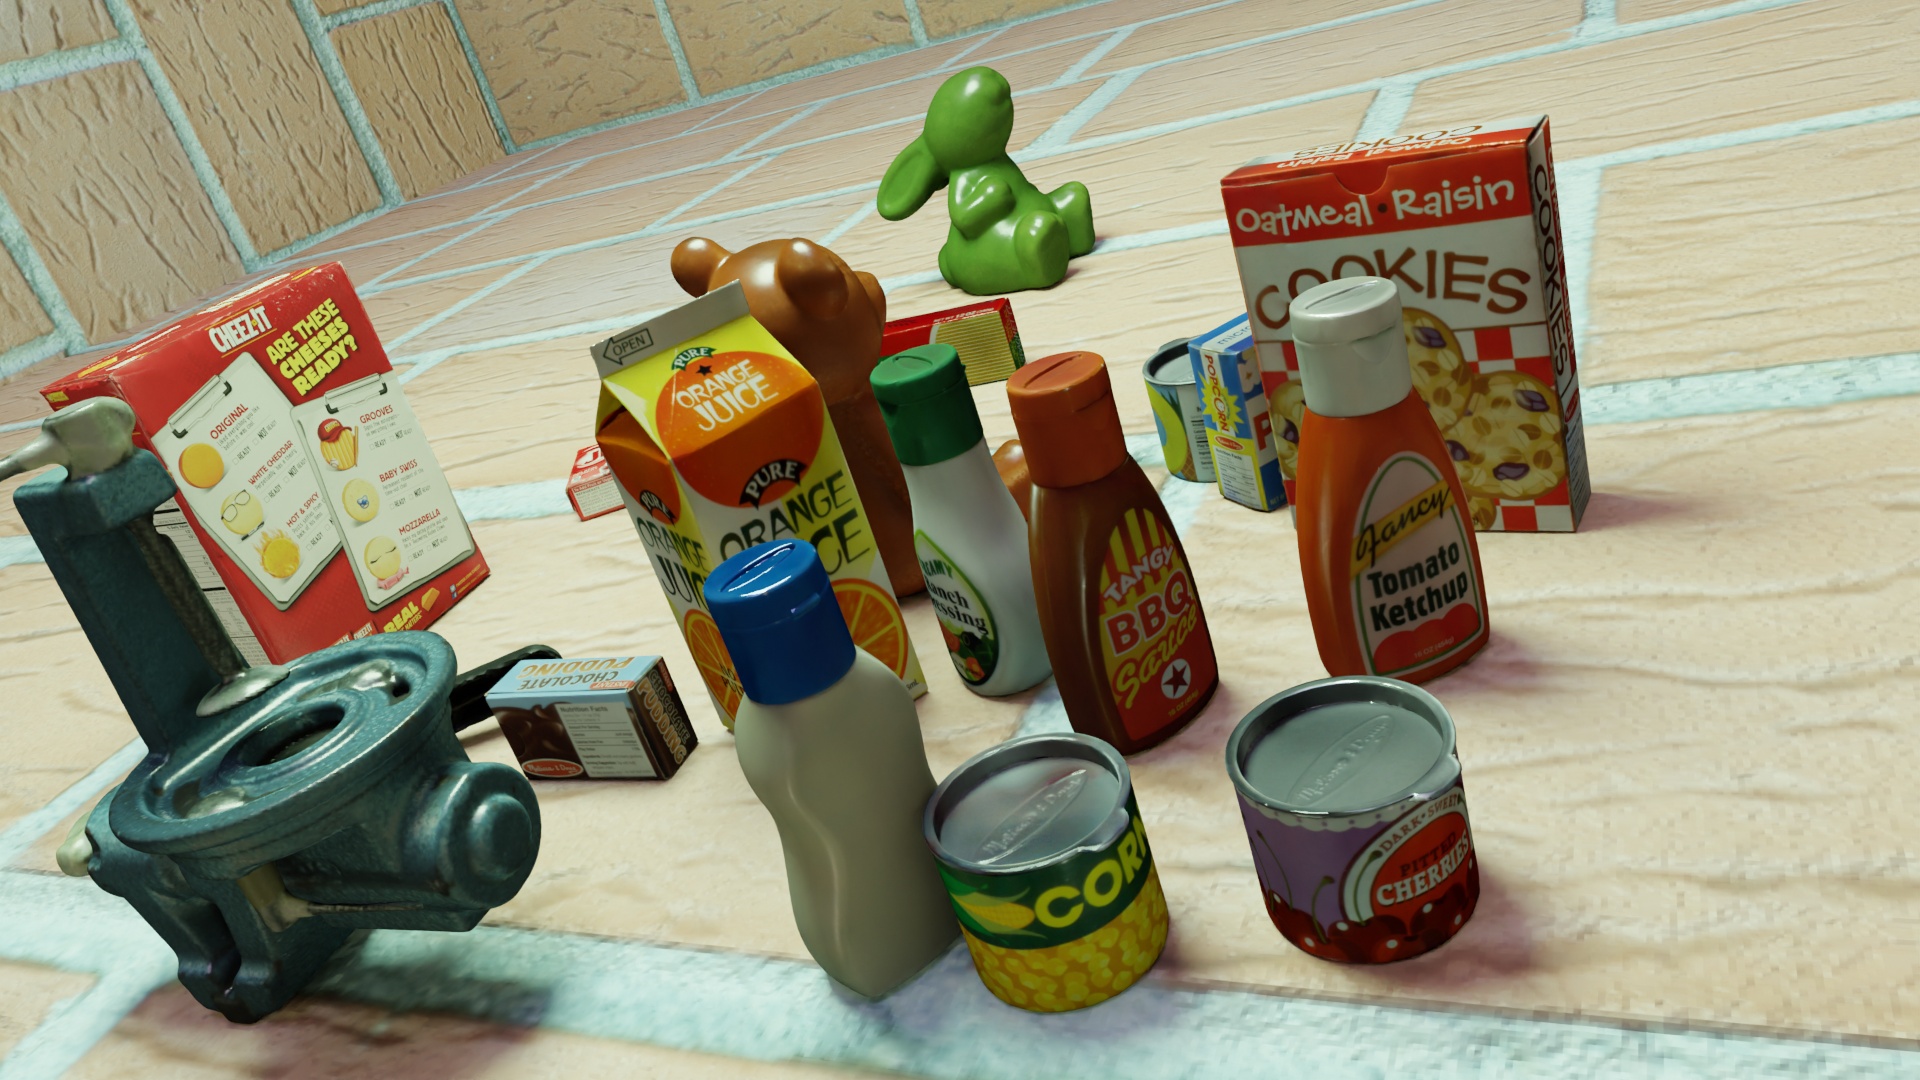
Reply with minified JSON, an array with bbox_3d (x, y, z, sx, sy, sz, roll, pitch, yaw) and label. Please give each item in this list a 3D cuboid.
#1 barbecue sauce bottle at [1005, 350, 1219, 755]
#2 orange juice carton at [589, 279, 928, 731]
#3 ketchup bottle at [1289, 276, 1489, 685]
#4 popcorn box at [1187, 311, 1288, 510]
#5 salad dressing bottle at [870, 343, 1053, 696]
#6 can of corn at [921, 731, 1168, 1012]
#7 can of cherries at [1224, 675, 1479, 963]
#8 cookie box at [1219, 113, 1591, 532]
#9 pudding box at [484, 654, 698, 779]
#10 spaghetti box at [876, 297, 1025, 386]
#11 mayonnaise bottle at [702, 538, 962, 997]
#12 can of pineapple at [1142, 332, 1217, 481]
[{"bbox_3d":[0.053,0.004,0.515,0.065,0.148,0.043,-33,28,-28],"label":"barbecue sauce bottle"},{"bbox_3d":[-0.087,-0.007,0.579,0.072,0.192,0.073,-32,28,-28],"label":"orange juice carton"},{"bbox_3d":[0.149,-0.019,0.499,0.065,0.148,0.043,-22,25,-8],"label":"ketchup bottle"},{"bbox_3d":[0.176,-0.081,0.681,0.127,0.085,0.038,-29,27,-22],"label":"popcorn box"},{"bbox_3d":[0.002,-0.007,0.573,0.044,0.147,0.064,-29,27,-22],"label":"salad dressing bottle"},{"bbox_3d":[0.029,0.104,0.434,0.071,0.058,0.071,-15,25,7],"label":"can of corn"},{"bbox_3d":[0.119,0.084,0.415,0.071,0.058,0.072,-15,25,7],"label":"can of cherries"},{"bbox_3d":[0.188,-0.084,0.583,0.123,0.166,0.040,1,31,35],"label":"cookie box"},{"bbox_3d":[-0.166,0.080,0.623,0.083,0.049,0.030,-5,28,26],"label":"pudding box"},{"bbox_3d":[-0.080,-0.119,0.970,0.250,0.050,0.029,-9,26,19],"label":"spaghetti box"},{"bbox_3d":[-0.039,0.071,0.441,0.065,0.147,0.041,-35,30,-32],"label":"mayonnaise bottle"},{"bbox_3d":[0.133,-0.071,0.723,0.071,0.057,0.071,-15,25,7],"label":"can of pineapple"}]
